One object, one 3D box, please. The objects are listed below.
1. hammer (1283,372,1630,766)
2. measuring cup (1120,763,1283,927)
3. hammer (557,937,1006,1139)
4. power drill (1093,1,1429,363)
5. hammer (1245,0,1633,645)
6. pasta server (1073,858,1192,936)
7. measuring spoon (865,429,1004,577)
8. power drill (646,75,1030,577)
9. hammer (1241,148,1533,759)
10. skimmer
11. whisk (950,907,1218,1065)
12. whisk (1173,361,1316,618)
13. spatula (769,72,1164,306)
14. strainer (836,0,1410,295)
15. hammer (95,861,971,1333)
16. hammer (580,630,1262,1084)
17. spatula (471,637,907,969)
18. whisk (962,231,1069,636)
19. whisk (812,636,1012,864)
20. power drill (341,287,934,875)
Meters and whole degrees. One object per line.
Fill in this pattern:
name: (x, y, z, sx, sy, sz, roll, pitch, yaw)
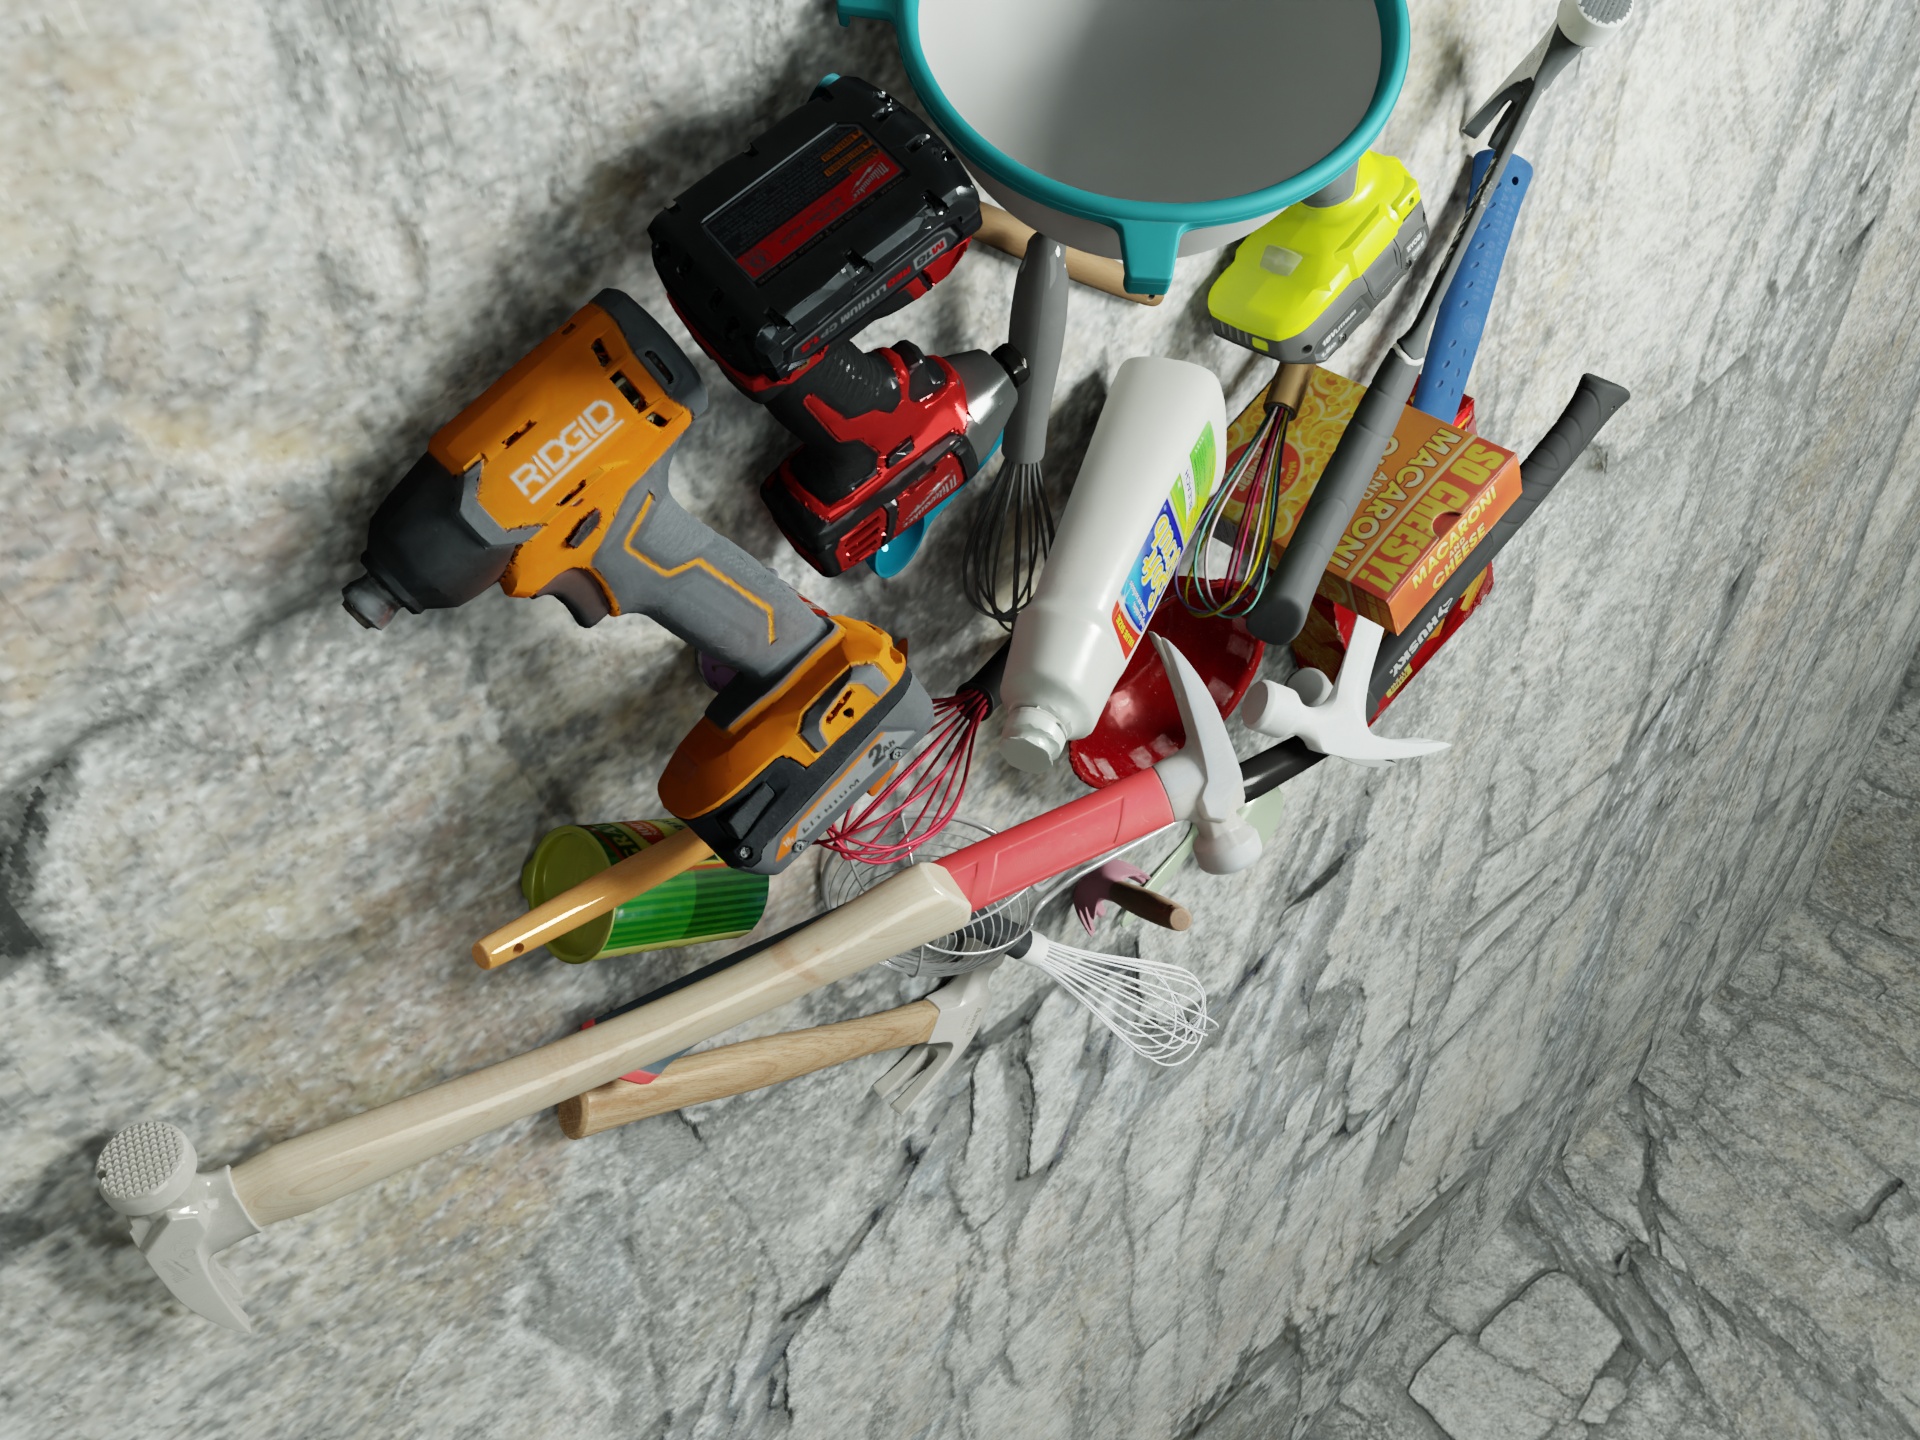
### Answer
hammer: (0.360, -0.109, 1.126, 0.335, 0.035, 0.146, -51, 141, -1)
measuring cup: (0.189, 0.106, 1.229, 0.167, 0.038, 0.083, -46, 144, -15)
hammer: (-0.102, 0.209, 0.991, 0.331, 0.031, 0.130, -4, 121, -47)
power drill: (0.159, -0.298, 0.838, 0.190, 0.080, 0.228, -49, 141, -8)
hammer: (0.264, -0.228, 0.924, 0.409, 0.036, 0.149, -63, -178, -7)
pasta server: (0.112, 0.118, 1.018, 0.060, 0.040, 0.316, -44, -178, -4)
measuring spoon: (-0.012, -0.127, 0.837, 0.129, 0.021, 0.042, -50, 157, -21)
power drill: (-0.037, -0.158, 0.687, 0.143, 0.079, 0.219, -38, 159, -6)
hammer: (0.303, -0.169, 1.038, 0.144, 0.035, 0.405, 17, 88, -22)
skimmer: (0.088, 0.058, 1.003, 0.363, 0.090, 0.127, -24, 133, -28)
whisk: (0.070, 0.162, 1.069, 0.284, 0.070, 0.070, 30, 95, -31)
whisk: (0.187, -0.166, 0.946, 0.047, 0.051, 0.245, 130, -16, -72)
spatula: (0.014, -0.230, 0.755, 0.317, 0.044, 0.082, 1, 131, -51)
strainer: (0.124, -0.313, 0.704, 0.340, 0.211, 0.095, -39, 165, -16)
hammer: (-0.182, 0.171, 0.782, 0.410, 0.038, 0.146, -21, 140, -19)
hammer: (-0.029, 0.087, 0.871, 0.386, 0.038, 0.143, -23, 107, -6)
spatula: (-0.111, 0.044, 0.780, 0.322, 0.041, 0.081, -28, 131, -48)
whisk: (0.034, -0.143, 0.828, 0.055, 0.055, 0.238, -28, 141, -32)
whisk: (-0.001, -0.003, 0.847, 0.296, 0.073, 0.073, -43, 150, -56)
power drill: (-0.132, -0.040, 0.666, 0.164, 0.084, 0.226, -44, 119, -10)
